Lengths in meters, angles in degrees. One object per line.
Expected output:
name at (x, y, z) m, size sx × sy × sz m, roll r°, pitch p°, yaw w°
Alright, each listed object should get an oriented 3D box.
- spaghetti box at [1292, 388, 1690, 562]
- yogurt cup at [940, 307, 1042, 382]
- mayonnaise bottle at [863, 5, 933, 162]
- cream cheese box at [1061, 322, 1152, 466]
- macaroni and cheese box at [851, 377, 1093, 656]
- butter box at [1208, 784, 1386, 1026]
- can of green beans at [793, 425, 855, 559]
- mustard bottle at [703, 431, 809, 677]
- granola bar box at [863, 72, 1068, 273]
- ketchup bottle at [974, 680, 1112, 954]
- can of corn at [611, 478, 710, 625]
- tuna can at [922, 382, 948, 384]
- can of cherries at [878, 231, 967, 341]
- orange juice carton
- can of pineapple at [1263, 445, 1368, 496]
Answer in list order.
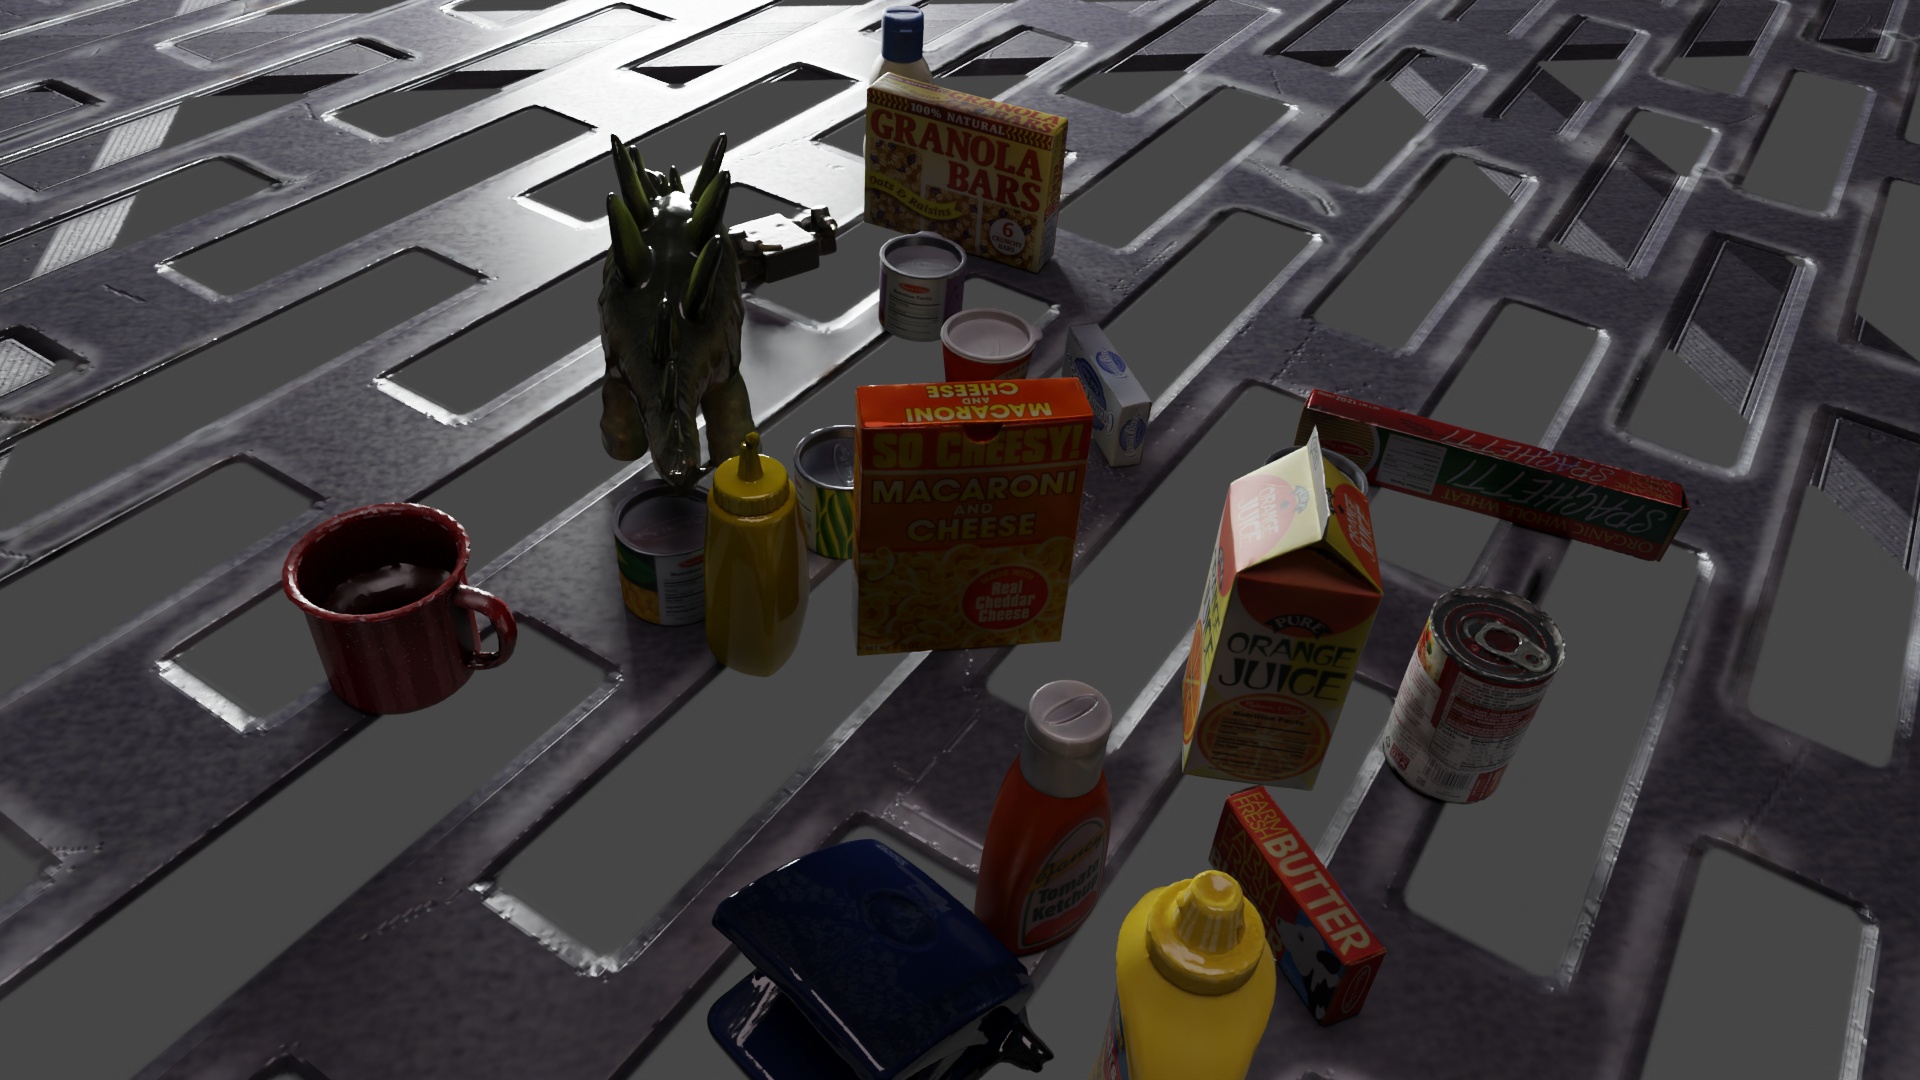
spaghetti box at (0.352, -0.045, 0.937) m, size 0.250 × 0.049 × 0.029 m, roll 17°, pitch 42°, yaw 14°
yogurt cup at (0.019, -0.127, 0.998) m, size 0.072 × 0.053 × 0.073 m, roll 3°, pitch 41°, yaw -2°
mayonnaise bottle at (-0.053, -0.394, 1.228) m, size 0.065 × 0.147 × 0.041 m, roll -4°, pitch 41°, yaw -10°
cream cheese box at (0.101, -0.103, 0.979) m, size 0.024 × 0.053 × 0.104 m, roll -9°, pitch 43°, yaw -15°
macaroni and cheese box at (0.003, -0.010, 0.775) m, size 0.124 × 0.165 × 0.040 m, roll -4°, pitch 41°, yaw -10°
butter box at (0.158, 0.173, 0.665) m, size 0.024 × 0.052 × 0.104 m, roll -14°, pitch 44°, yaw -20°
can of green beans at (-0.071, -0.030, 0.874) m, size 0.071 × 0.057 × 0.071 m, roll 3°, pitch 41°, yaw -2°
mustard bottle at (-0.112, 0.002, 0.755) m, size 0.049 × 0.159 × 0.066 m, roll 14°, pitch 42°, yaw 11°
granola bar box at (0.002, -0.304, 1.147) m, size 0.166 × 0.123 × 0.039 m, roll 20°, pitch 43°, yaw 17°
ketchup bottle at (0.041, 0.126, 0.635) m, size 0.065 × 0.148 × 0.043 m, roll -23°, pitch 48°, yaw -28°
can of corn at (-0.171, 0.006, 0.822) m, size 0.071 × 0.058 × 0.071 m, roll 3°, pitch 41°, yaw -2°
tuna can at (-0.014, -0.076, 0.951) m, size 0.071 × 0.032 × 0.071 m, roll 3°, pitch 41°, yaw -2°
can of cherries at (-0.029, -0.196, 1.069) m, size 0.071 × 0.058 × 0.072 m, roll 3°, pitch 41°, yaw -2°
orange juice carton at (0.165, 0.038, 0.715) m, size 0.073 × 0.191 × 0.072 m, roll 7°, pitch 41°, yaw 3°
can of pineapple at (0.221, -0.017, 0.887) m, size 0.071 × 0.057 × 0.071 m, roll 3°, pitch 41°, yaw -2°
